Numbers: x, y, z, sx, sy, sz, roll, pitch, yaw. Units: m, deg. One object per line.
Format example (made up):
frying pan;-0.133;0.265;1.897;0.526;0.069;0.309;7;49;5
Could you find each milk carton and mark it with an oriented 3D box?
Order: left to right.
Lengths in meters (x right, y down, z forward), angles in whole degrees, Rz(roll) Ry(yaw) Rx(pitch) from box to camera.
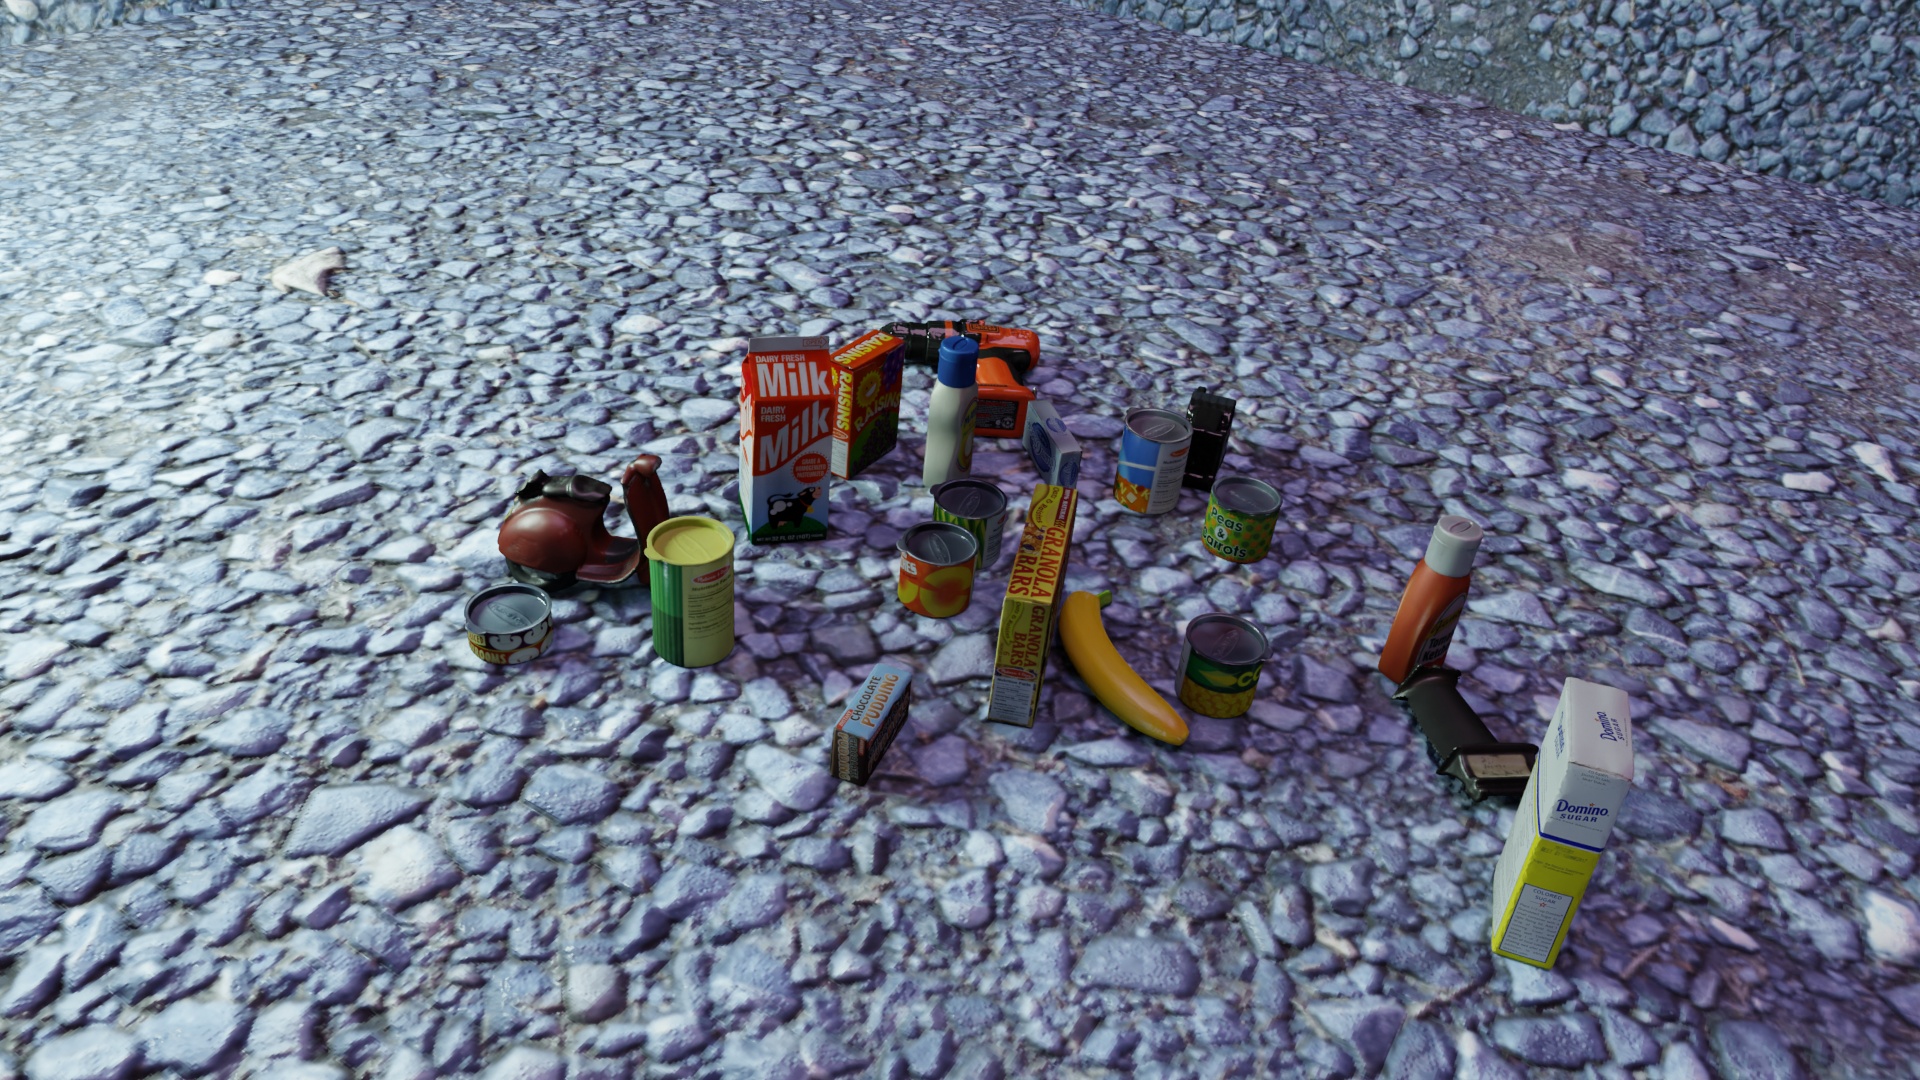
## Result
milk carton;-0.154;-0.095;1.228;0.072;0.189;0.074;-5;36;-16

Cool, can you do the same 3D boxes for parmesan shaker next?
parmesan shaker;-0.214;0.042;1.097;0.071;0.102;0.072;5;34;-3

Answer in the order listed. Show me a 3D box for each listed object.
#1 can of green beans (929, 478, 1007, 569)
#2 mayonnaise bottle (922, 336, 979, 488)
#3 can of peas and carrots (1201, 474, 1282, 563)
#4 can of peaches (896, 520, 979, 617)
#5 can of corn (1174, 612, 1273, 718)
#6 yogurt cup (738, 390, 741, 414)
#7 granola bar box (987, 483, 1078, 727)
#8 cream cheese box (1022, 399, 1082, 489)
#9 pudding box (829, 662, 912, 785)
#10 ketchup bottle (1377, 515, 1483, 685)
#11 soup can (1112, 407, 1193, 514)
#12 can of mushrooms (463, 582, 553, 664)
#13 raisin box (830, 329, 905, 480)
can of green beans;0.007;-0.015;1.256;0.071;0.057;0.071;5;34;-3
mayonnaise bottle;-0.007;-0.122;1.329;0.041;0.147;0.065;18;36;16
can of peas and carrots;0.262;-0.019;1.304;0.071;0.058;0.071;5;34;-3
can of peaches;-0.022;0.025;1.193;0.071;0.057;0.071;5;34;-3
can of corn;0.212;0.102;1.120;0.071;0.058;0.071;5;34;-3
yogurt cup;-0.186;-0.120;1.379;0.072;0.053;0.073;5;34;-3
granola bar box;0.060;0.049;1.114;0.039;0.123;0.166;10;35;6
cream cheese box;0.091;-0.092;1.386;0.024;0.053;0.104;-5;36;-16
pudding box;-0.066;0.135;1.033;0.030;0.049;0.084;17;36;14
ketchup bottle;0.391;0.049;1.147;0.065;0.148;0.043;-20;42;-33
soup can;0.185;-0.079;1.355;0.071;0.083;0.072;5;34;-3
can of mushrooms;-0.358;0.066;1.098;0.071;0.033;0.071;5;34;-3
raisin box;-0.096;-0.132;1.351;0.040;0.122;0.086;25;38;24
